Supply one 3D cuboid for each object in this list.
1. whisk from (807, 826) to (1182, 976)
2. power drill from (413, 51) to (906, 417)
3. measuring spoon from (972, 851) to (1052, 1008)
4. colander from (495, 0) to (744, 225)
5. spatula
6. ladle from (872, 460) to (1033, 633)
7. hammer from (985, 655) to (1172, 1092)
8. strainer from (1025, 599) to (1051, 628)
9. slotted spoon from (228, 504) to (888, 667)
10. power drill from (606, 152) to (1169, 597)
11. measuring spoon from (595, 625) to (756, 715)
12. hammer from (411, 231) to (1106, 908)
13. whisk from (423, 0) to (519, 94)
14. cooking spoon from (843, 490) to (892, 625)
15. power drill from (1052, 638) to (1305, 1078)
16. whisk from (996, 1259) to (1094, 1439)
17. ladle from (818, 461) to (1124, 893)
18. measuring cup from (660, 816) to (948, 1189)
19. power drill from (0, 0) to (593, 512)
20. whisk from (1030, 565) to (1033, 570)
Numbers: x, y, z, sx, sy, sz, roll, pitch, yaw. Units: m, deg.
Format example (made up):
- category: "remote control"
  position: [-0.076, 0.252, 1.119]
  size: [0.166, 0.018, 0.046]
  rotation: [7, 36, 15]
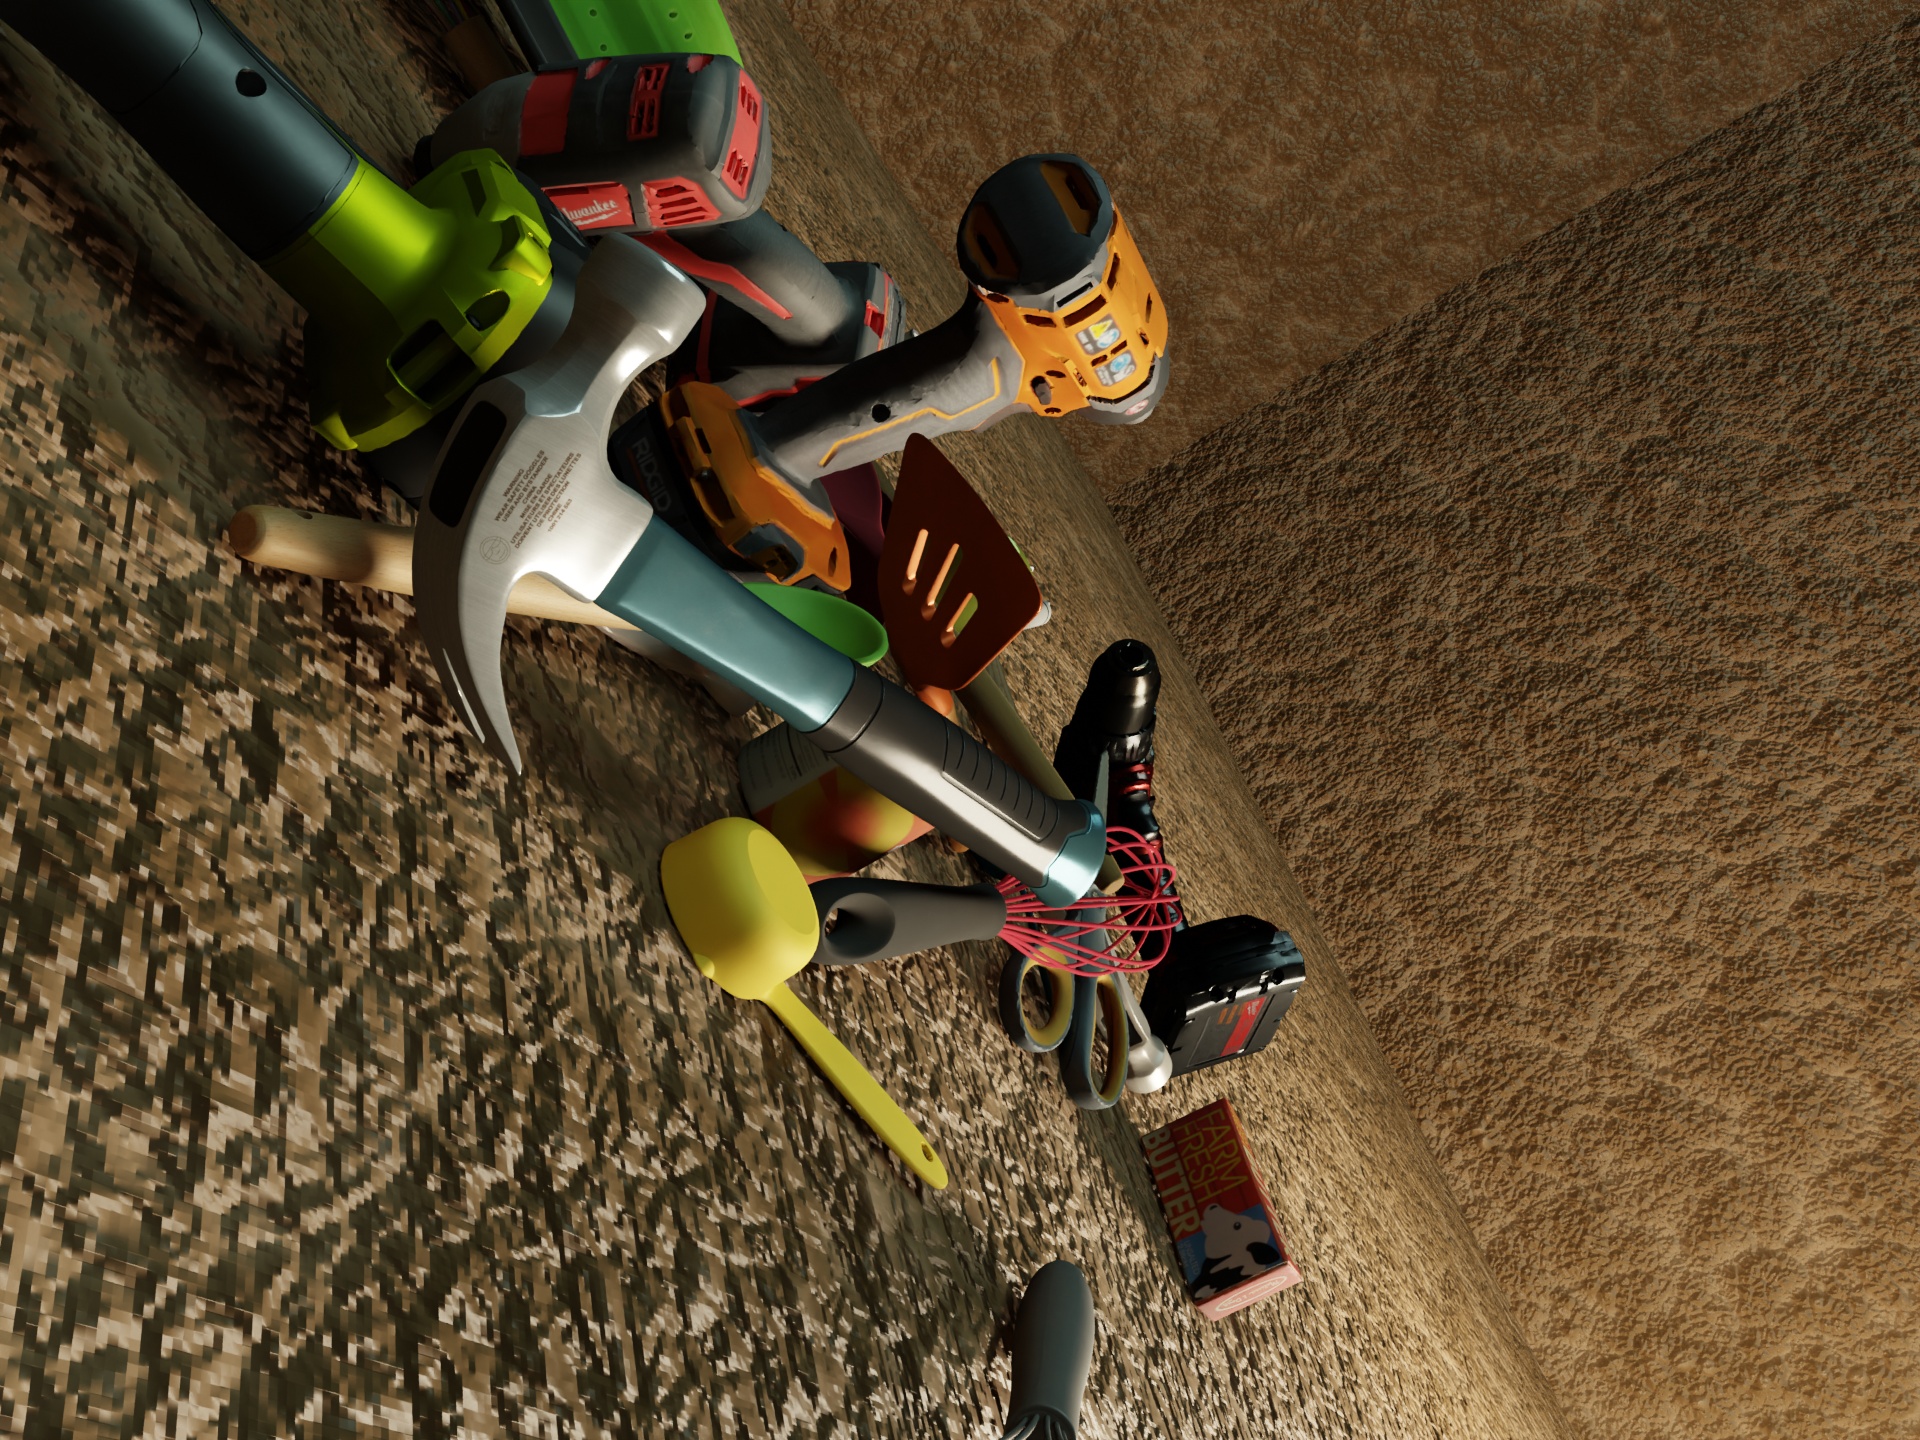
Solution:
- category: "whisk"
  position: [0.019, 0.079, 0.671]
  size: [0.295, 0.073, 0.073]
  rotation: [7, 53, -58]
- category: "power drill"
  position: [-0.119, -0.198, 0.677]
  size: [0.219, 0.143, 0.078]
  rotation: [36, 59, -67]
- category: "measuring spoon"
  position: [0.029, 0.108, 0.838]
  size: [0.042, 0.021, 0.129]
  rotation: [67, 6, -72]
- category: "colander"
  position: [-0.203, -0.403, 0.823]
  size: [0.397, 0.094, 0.204]
  rotation: [61, -2, 29]
- category: "spatula"
  position: [-0.001, -0.002, 0.674]
  size: [0.081, 0.041, 0.322]
  rotation: [54, -10, 20]
- category: "ladle"
  position: [-0.035, -0.140, 0.960]
  size: [0.078, 0.062, 0.320]
  rotation: [61, -1, -34]
- category: "hammer"
  position: [0.048, 0.059, 0.958]
  size: [0.332, 0.031, 0.129]
  rotation: [-110, 175, -48]
- category: "strainer"
  position: [0.017, -0.062, 1.011]
  size: [0.050, 0.087, 0.258]
  rotation: [31, 16, 13]
- category: "slotted spoon"
  position: [-0.109, -0.039, 0.518]
  size: [0.070, 0.031, 0.313]
  rotation: [29, 9, 21]
- category: "power drill"
  position: [-0.016, -0.126, 0.678]
  size: [0.084, 0.226, 0.164]
  rotation: [65, 13, 23]
- category: "measuring spoon"
  position: [-0.106, -0.031, 0.590]
  size: [0.034, 0.018, 0.124]
  rotation: [65, 13, 23]
- category: "hammer"
  position: [-0.035, -0.005, 0.507]
  size: [0.033, 0.128, 0.330]
  rotation: [34, -1, 38]
- category: "whisk"
  position: [-0.238, -0.337, 0.720]
  size: [0.244, 0.047, 0.051]
  rotation: [59, 10, -23]
- category: "cooking spoon"
  position: [-0.069, -0.145, 0.950]
  size: [0.017, 0.068, 0.319]
  rotation: [11, 28, -21]
- category: "power drill"
  position: [0.119, 0.079, 0.958]
  size: [0.187, 0.080, 0.227]
  rotation: [98, -26, -52]
- category: "whisk"
  position: [0.023, 0.214, 0.481]
  size: [0.055, 0.055, 0.239]
  rotation: [60, 7, 1]
- category: "ladle"
  position: [-0.012, -0.044, 0.741]
  size: [0.069, 0.031, 0.316]
  rotation: [6, 42, -48]
- category: "measuring cup"
  position: [-0.040, 0.095, 0.525]
  size: [0.156, 0.029, 0.062]
  rotation: [53, 13, -18]
- category: "power drill"
  position: [-0.196, -0.173, 0.407]
  size: [0.228, 0.080, 0.191]
  rotation: [45, 9, -40]
- category: "whisk"
  position: [-0.012, -0.087, 1.040]
  size: [0.070, 0.070, 0.284]
  rotation: [61, 17, 5]
